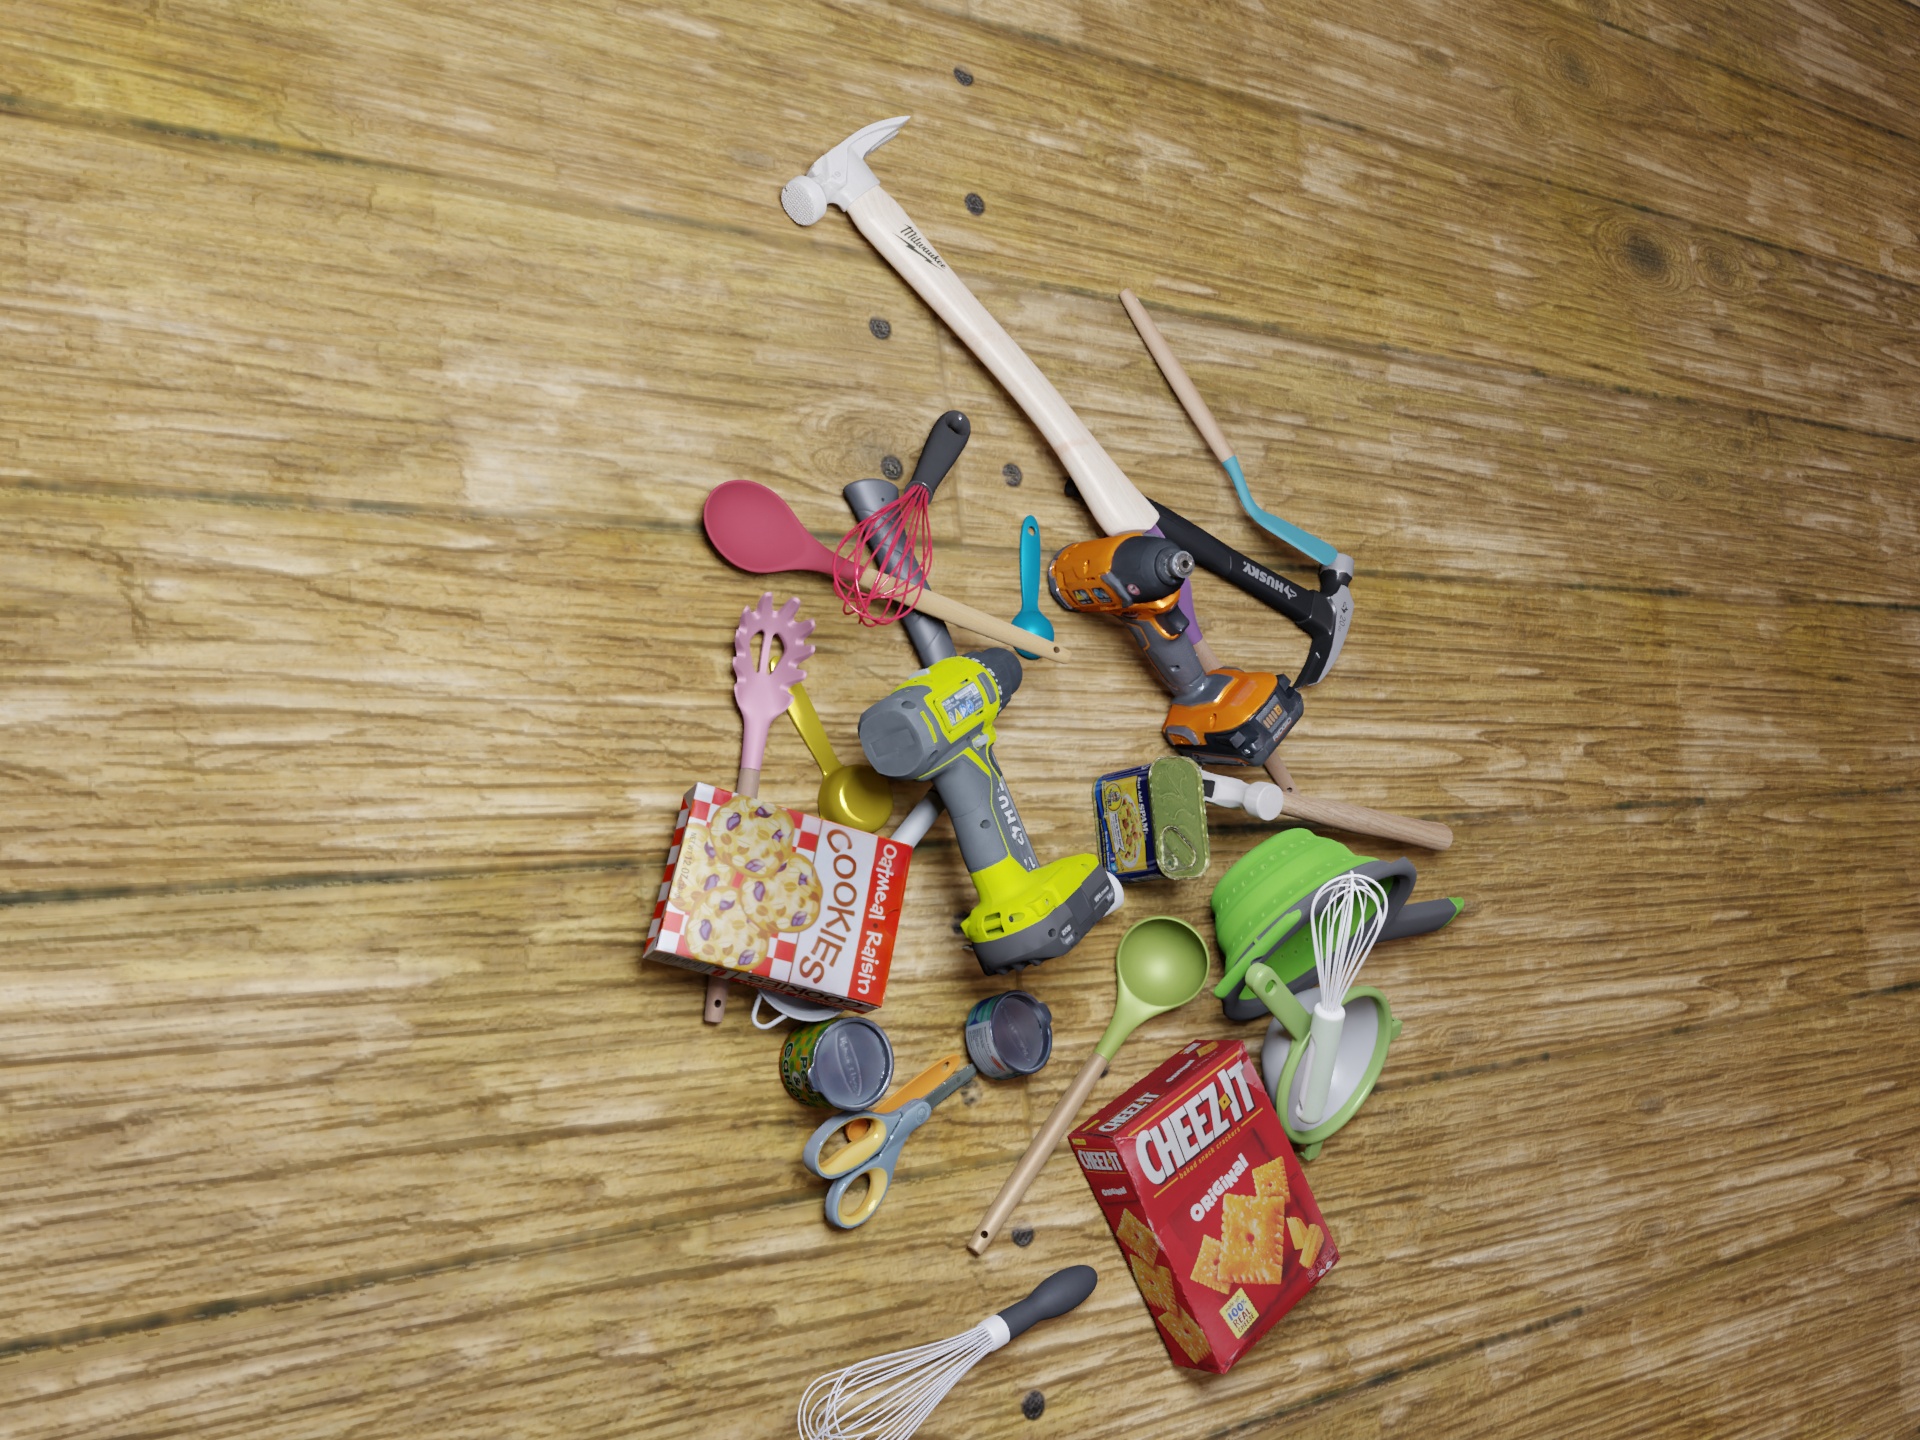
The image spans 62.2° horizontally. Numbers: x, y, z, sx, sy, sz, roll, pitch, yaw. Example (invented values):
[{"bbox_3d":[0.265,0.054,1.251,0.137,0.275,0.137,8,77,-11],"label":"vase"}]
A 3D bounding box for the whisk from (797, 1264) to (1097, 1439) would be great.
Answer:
[{"bbox_3d":[-0.001,0.467,1.176,0.284,0.070,0.070,-15,89,-40],"label":"whisk"}]

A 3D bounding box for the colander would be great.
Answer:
[{"bbox_3d":[0.338,0.161,1.436,0.397,0.204,0.095,1,44,-49],"label":"colander"}]

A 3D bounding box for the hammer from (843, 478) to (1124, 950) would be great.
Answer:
[{"bbox_3d":[-0.002,-0.004,1.285,0.149,0.036,0.409,-25,94,-33],"label":"hammer"}]

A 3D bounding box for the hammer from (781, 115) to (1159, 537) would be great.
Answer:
[{"bbox_3d":[0.032,-0.324,1.350,0.410,0.038,0.146,48,57,-9],"label":"hammer"}]

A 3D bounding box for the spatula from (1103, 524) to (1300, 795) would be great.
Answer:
[{"bbox_3d":[0.225,-0.050,1.443,0.315,0.060,0.018,54,15,-16],"label":"spatula"}]

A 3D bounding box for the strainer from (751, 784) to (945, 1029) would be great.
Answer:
[{"bbox_3d":[-0.075,0.133,1.191,0.087,0.050,0.258,39,64,1],"label":"strainer"}]

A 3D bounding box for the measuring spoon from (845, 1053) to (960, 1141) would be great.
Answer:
[{"bbox_3d":[-0.044,0.284,1.211,0.117,0.011,0.021,-27,121,-37],"label":"measuring spoon"}]

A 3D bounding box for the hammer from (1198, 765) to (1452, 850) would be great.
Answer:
[{"bbox_3d":[0.331,0.084,1.438,0.331,0.130,0.031,13,91,-37],"label":"hammer"}]

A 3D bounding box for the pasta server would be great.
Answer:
[{"bbox_3d":[-0.157,0.062,1.166,0.060,0.040,0.316,11,75,-17],"label":"pasta server"}]

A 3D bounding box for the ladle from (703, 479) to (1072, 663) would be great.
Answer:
[{"bbox_3d":[-0.054,-0.105,1.242,0.315,0.031,0.069,21,73,-15],"label":"ladle"}]

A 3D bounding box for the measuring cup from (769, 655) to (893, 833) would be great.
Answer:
[{"bbox_3d":[-0.101,0.018,1.217,0.062,0.029,0.156,-32,97,-34],"label":"measuring cup"}]

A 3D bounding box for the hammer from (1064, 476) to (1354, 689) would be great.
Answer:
[{"bbox_3d":[0.233,-0.148,1.468,0.334,0.035,0.146,25,67,-27],"label":"hammer"}]

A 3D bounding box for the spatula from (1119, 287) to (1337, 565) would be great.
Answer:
[{"bbox_3d":[0.245,-0.272,1.481,0.317,0.044,0.082,57,26,-2],"label":"spatula"}]

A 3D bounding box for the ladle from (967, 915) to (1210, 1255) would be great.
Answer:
[{"bbox_3d":[0.100,0.289,1.278,0.078,0.062,0.320,32,63,13],"label":"ladle"}]

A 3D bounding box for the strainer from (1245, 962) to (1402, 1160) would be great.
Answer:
[{"bbox_3d":[0.281,0.261,1.359,0.151,0.069,0.256,-52,133,-11],"label":"strainer"}]

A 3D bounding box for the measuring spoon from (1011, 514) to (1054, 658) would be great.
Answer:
[{"bbox_3d":[0.065,-0.117,1.358,0.042,0.021,0.129,8,76,-32],"label":"measuring spoon"}]

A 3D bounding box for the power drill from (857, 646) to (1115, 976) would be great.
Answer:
[{"bbox_3d":[0.028,0.058,1.209,0.190,0.080,0.228,-34,100,-57],"label":"power drill"}]

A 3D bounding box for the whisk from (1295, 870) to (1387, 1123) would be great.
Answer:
[{"bbox_3d":[0.298,0.227,1.280,0.059,0.058,0.246,3,117,0],"label":"whisk"}]

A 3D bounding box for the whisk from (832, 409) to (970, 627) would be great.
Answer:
[{"bbox_3d":[-0.038,-0.166,1.239,0.073,0.073,0.296,44,38,-18],"label":"whisk"}]

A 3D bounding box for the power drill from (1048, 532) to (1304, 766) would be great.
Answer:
[{"bbox_3d":[0.189,-0.065,1.343,0.084,0.164,0.226,-48,110,-19],"label":"power drill"}]
